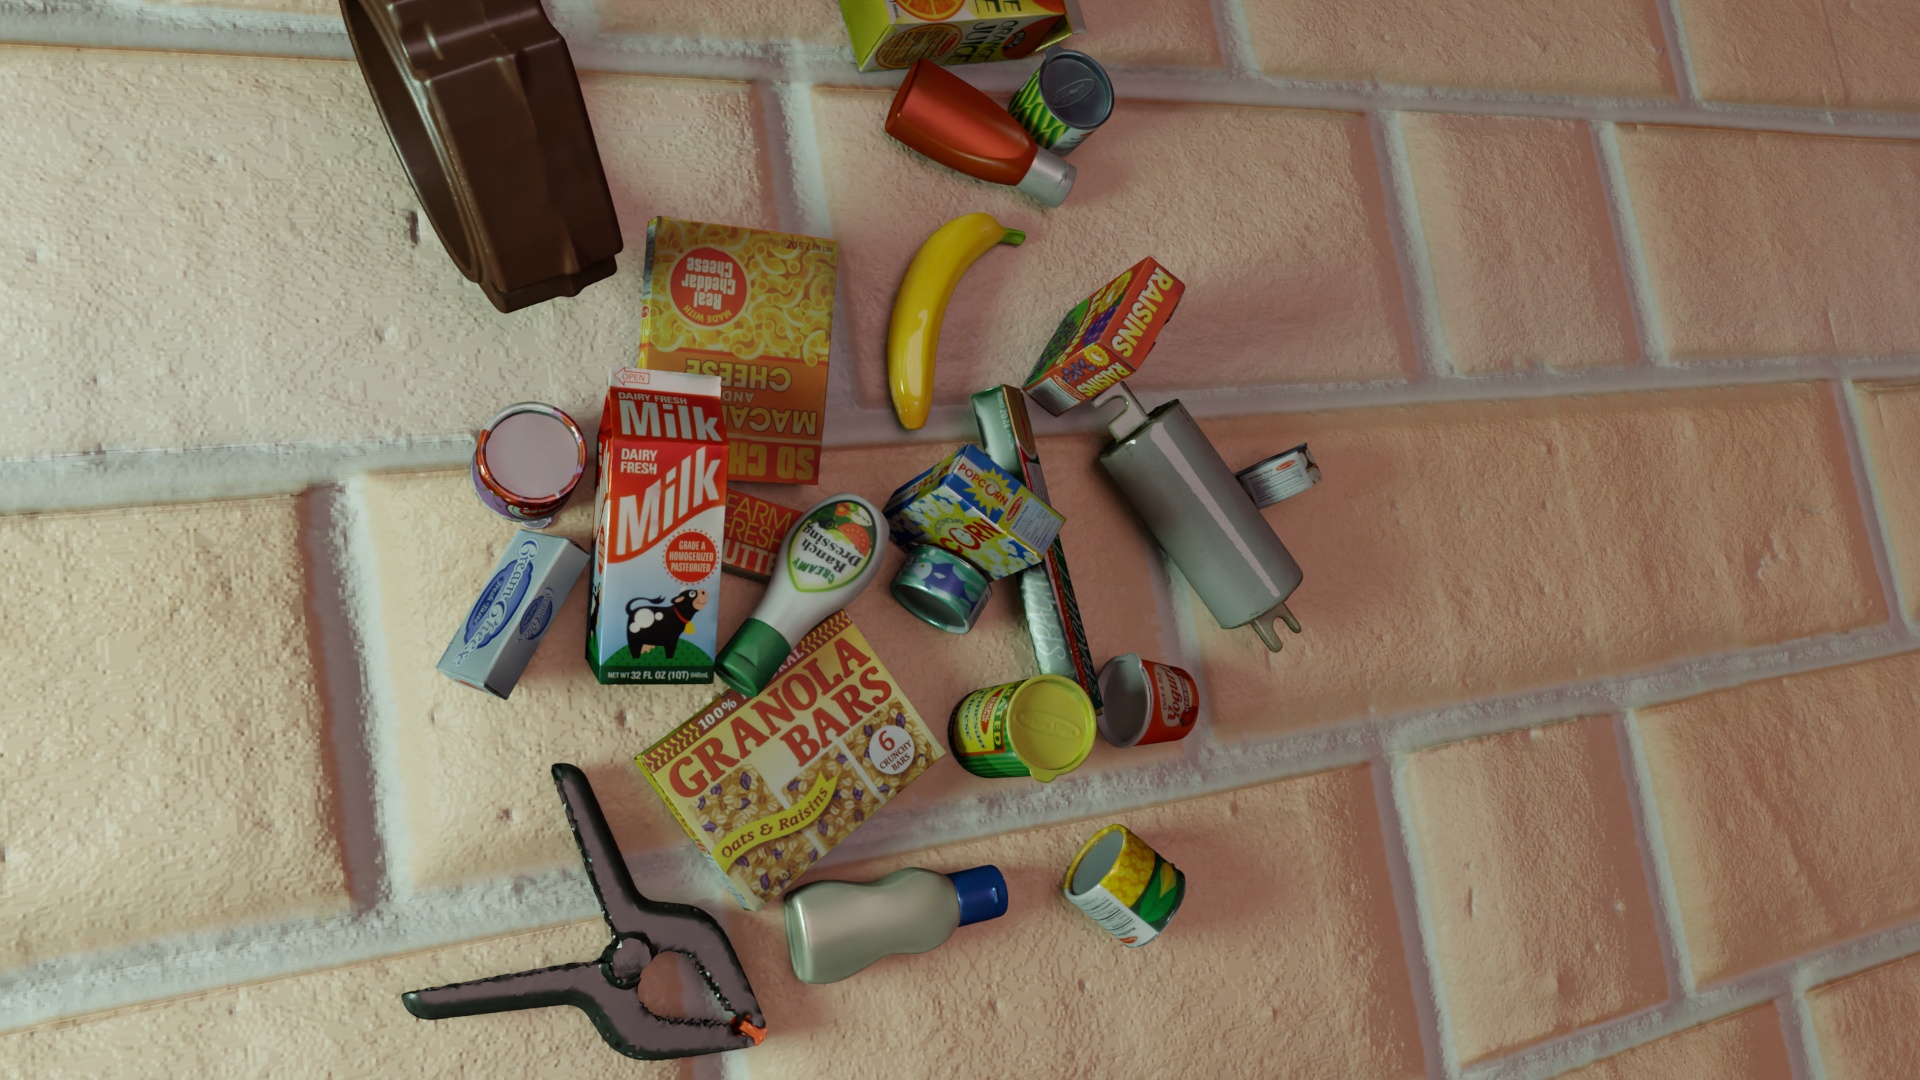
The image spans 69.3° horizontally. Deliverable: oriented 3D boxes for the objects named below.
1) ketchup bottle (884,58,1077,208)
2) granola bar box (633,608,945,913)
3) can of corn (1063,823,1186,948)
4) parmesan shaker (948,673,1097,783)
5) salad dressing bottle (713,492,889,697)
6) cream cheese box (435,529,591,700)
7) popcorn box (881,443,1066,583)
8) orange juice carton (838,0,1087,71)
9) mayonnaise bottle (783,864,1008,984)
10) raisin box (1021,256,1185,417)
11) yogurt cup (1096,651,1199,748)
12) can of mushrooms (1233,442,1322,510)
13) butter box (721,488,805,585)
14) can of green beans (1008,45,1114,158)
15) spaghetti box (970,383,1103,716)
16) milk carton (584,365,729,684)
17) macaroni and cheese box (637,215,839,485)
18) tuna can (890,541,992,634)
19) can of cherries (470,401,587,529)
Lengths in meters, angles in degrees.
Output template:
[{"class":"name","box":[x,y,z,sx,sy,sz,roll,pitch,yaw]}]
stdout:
[{"class":"ketchup bottle","box":[0.019,-0.306,1.066,0.149,0.043,0.065,26,71,-17]},{"class":"granola bar box","box":[-0.111,0.143,0.917,0.166,0.039,0.124,-37,94,-25]},{"class":"can of corn","box":[0.116,0.242,0.983,0.058,0.071,0.071,40,67,-11]},{"class":"parmesan shaker","box":[0.039,0.132,0.951,0.071,0.103,0.071,5,77,-23]},{"class":"salad dressing bottle","box":[-0.104,0.035,0.906,0.064,0.043,0.148,33,63,6]},{"class":"cream cheese box","box":[-0.276,0.044,0.856,0.024,0.053,0.104,48,60,-45]},{"class":"popcorn box","box":[0.003,-0.012,0.952,0.085,0.126,0.038,38,65,-13]},{"class":"orange juice carton","box":[0.009,-0.417,1.068,0.193,0.073,0.072,-14,86,-26]},{"class":"mayonnaise bottle","box":[-0.041,0.249,0.926,0.148,0.041,0.065,-6,83,-26]},{"class":"raisin box","box":[0.105,-0.148,1.027,0.040,0.123,0.086,37,67,-13]},{"class":"yogurt cup","box":[0.138,0.119,1.020,0.054,0.072,0.072,7,77,-31]},{"class":"can of mushrooms","box":[0.252,-0.050,1.105,0.071,0.071,0.033,-25,90,-26]},{"class":"butter box","box":[-0.125,0.004,0.948,0.103,0.024,0.053,18,72,-20]},{"class":"can of green beans","box":[0.078,-0.341,1.092,0.071,0.057,0.071,5,78,-23]},{"class":"spaghetti box","box":[0.056,0.010,1.011,0.028,0.050,0.250,-16,84,18]},{"class":"milk carton","box":[-0.190,-0.011,0.867,0.072,0.073,0.190,3,96,-22]},{"class":"macaroni and cheese box","box":[-0.151,-0.124,0.931,0.124,0.040,0.166,3,94,-22]},{"class":"tuna can","box":[-0.016,0.033,0.968,0.071,0.071,0.033,36,68,-13]},{"class":"can of cherries","box":[-0.271,-0.047,0.875,0.071,0.058,0.071,5,77,-23]}]
